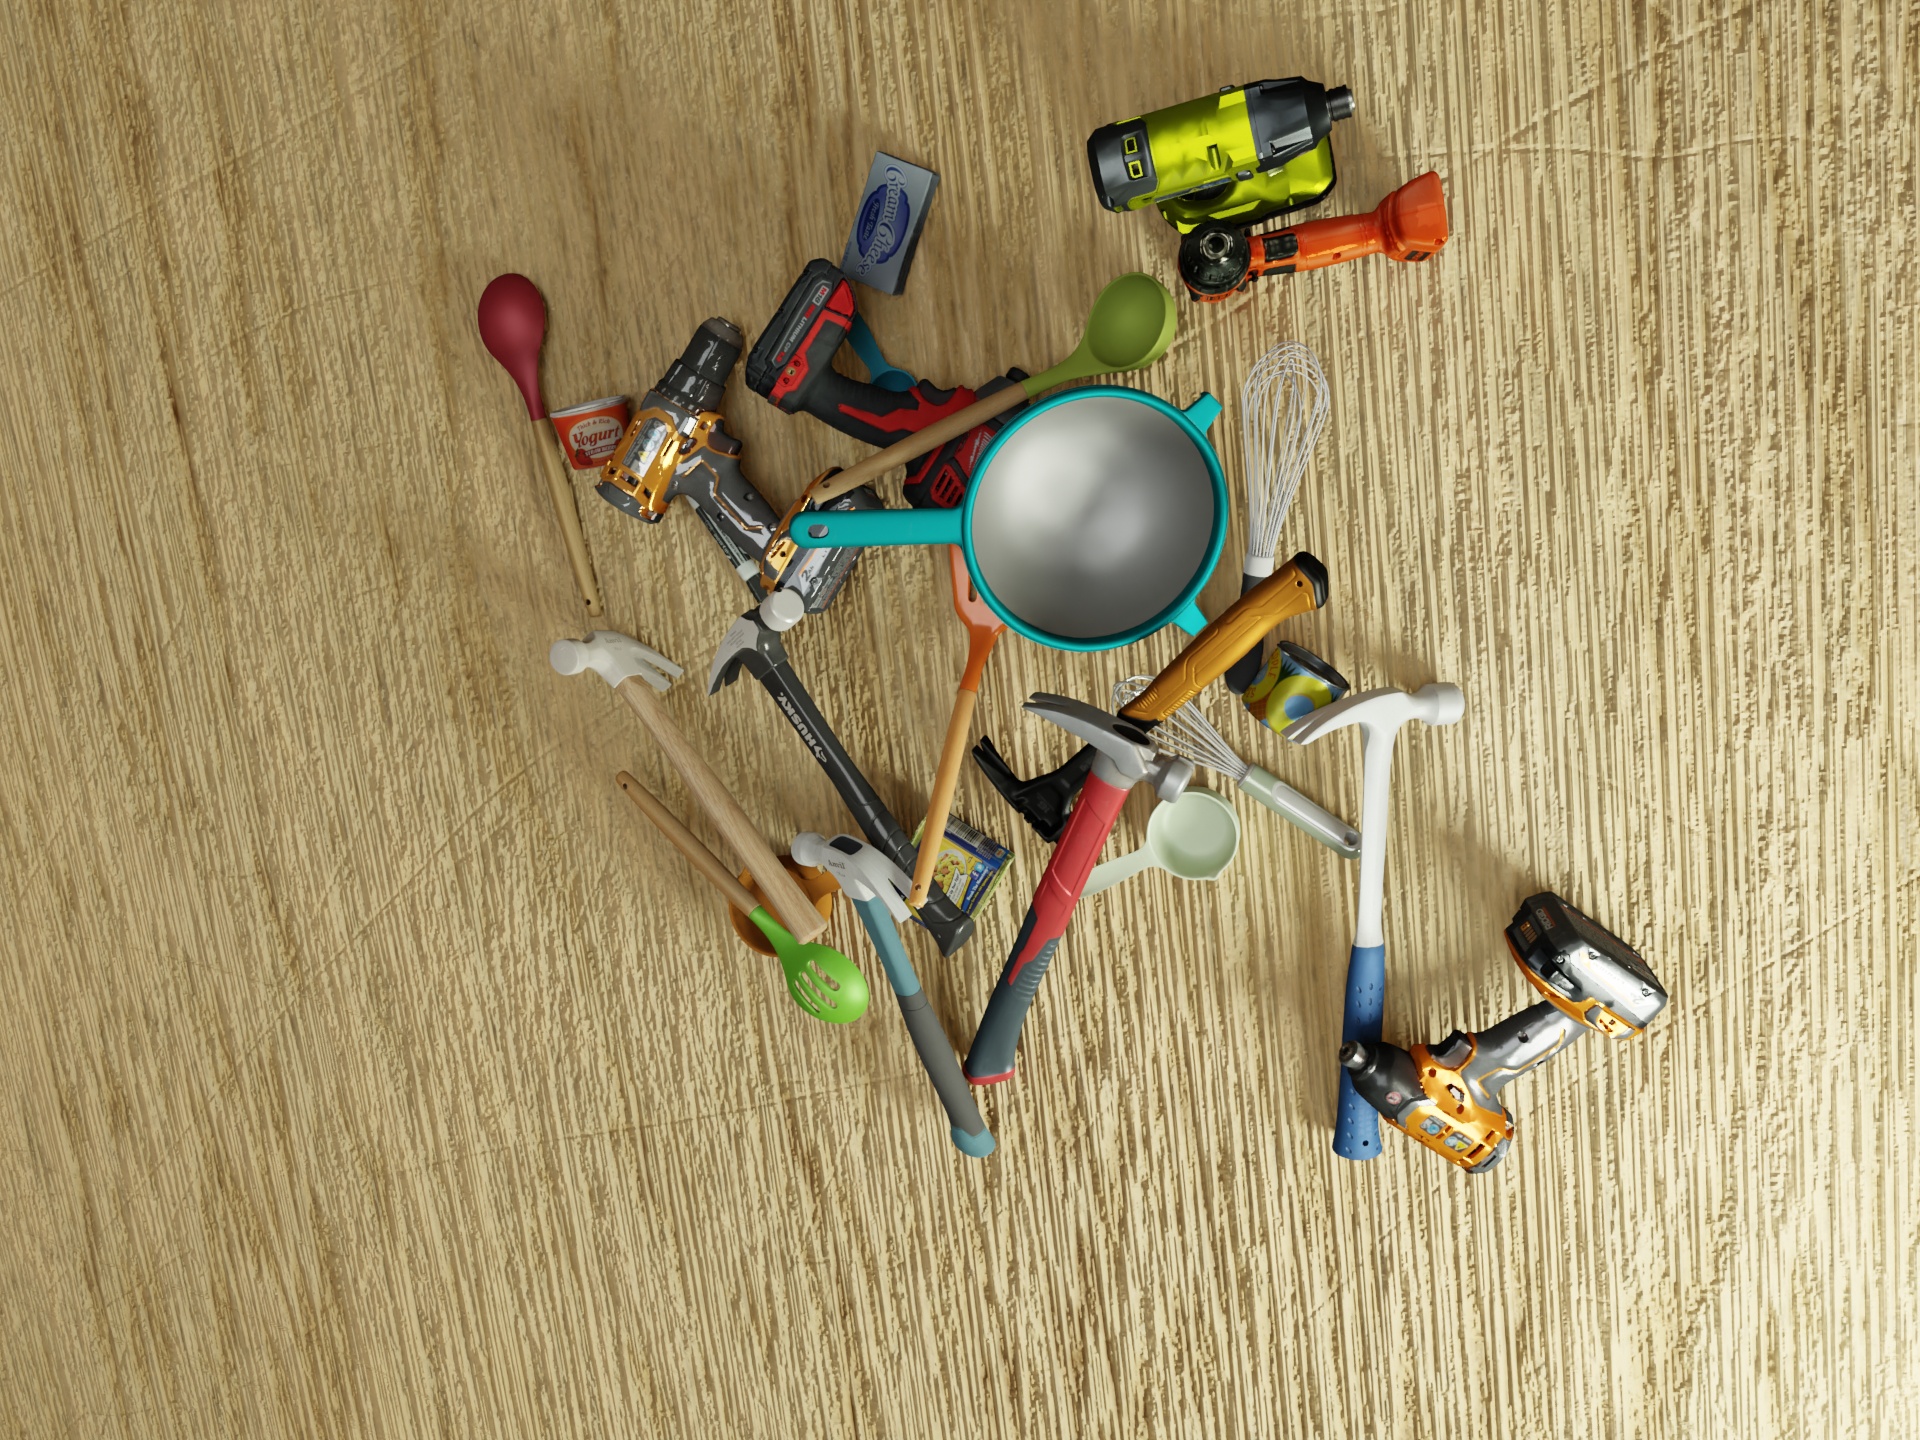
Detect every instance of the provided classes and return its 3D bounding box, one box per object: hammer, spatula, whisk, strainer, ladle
[{"bbox_3d":[-0.095,0.056,1.344,0.335,0.035,0.146,56,139,0],"label":"hammer"},{"bbox_3d":[-0.002,-0.004,1.320,0.081,0.041,0.323,9,74,15],"label":"spatula"},{"bbox_3d":[0.241,-0.155,1.255,0.070,0.070,0.284,11,110,14],"label":"whisk"},{"bbox_3d":[0.035,-0.164,1.252,0.340,0.095,0.211,-3,113,-7],"label":"strainer"},{"bbox_3d":[-0.223,0.055,1.390,0.031,0.130,0.331,-40,82,21],"label":"hammer"},{"bbox_3d":[0.325,0.171,1.289,0.144,0.035,0.405,-6,107,-15],"label":"hammer"},{"bbox_3d":[0.153,-0.024,1.258,0.127,0.034,0.336,46,123,-1],"label":"hammer"},{"bbox_3d":[0.228,0.040,1.307,0.246,0.059,0.058,34,68,3],"label":"whisk"},{"bbox_3d":[0.024,-0.253,1.238,0.320,0.062,0.078,-28,61,-4],"label":"ladle"},{"bbox_3d":[0.060,0.157,1.342,0.143,0.038,0.386,28,122,11],"label":"hammer"},{"bbox_3d":[-0.374,-0.246,1.438,0.069,0.031,0.315,-11,100,19],"label":"ladle"},{"bbox_3d":[-0.042,0.243,1.379,0.128,0.033,0.330,5,124,49],"label":"hammer"}]

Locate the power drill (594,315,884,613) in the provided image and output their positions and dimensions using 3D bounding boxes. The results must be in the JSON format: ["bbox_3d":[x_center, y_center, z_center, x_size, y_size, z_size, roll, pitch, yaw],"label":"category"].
[{"bbox_3d":[-0.177,-0.217,1.349,0.226,0.084,0.185,33,99,8],"label":"power drill"}]

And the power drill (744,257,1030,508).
[{"bbox_3d":[-0.053,-0.268,1.284,0.219,0.078,0.143,33,88,-10],"label":"power drill"}]

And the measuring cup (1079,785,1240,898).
[{"bbox_3d":[0.160,0.111,1.348,0.167,0.038,0.083,-28,93,22],"label":"measuring cup"}]

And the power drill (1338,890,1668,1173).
[{"bbox_3d":[0.418,0.245,1.254,0.164,0.084,0.226,33,112,-17],"label":"power drill"}]

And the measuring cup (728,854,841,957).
[{"bbox_3d":[-0.126,0.148,1.432,0.173,0.052,0.095,-28,90,21],"label":"measuring cup"}]

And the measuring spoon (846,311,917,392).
[{"bbox_3d":[-0.077,-0.309,1.340,0.042,0.021,0.129,-30,83,-2],"label":"measuring spoon"}]

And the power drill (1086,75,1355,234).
[{"bbox_3d":[0.196,-0.400,1.123,0.171,0.223,0.080,-10,99,19],"label":"power drill"}]

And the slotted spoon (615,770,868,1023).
[{"bbox_3d":[-0.202,0.154,1.418,0.314,0.031,0.070,43,114,14],"label":"slotted spoon"}]
